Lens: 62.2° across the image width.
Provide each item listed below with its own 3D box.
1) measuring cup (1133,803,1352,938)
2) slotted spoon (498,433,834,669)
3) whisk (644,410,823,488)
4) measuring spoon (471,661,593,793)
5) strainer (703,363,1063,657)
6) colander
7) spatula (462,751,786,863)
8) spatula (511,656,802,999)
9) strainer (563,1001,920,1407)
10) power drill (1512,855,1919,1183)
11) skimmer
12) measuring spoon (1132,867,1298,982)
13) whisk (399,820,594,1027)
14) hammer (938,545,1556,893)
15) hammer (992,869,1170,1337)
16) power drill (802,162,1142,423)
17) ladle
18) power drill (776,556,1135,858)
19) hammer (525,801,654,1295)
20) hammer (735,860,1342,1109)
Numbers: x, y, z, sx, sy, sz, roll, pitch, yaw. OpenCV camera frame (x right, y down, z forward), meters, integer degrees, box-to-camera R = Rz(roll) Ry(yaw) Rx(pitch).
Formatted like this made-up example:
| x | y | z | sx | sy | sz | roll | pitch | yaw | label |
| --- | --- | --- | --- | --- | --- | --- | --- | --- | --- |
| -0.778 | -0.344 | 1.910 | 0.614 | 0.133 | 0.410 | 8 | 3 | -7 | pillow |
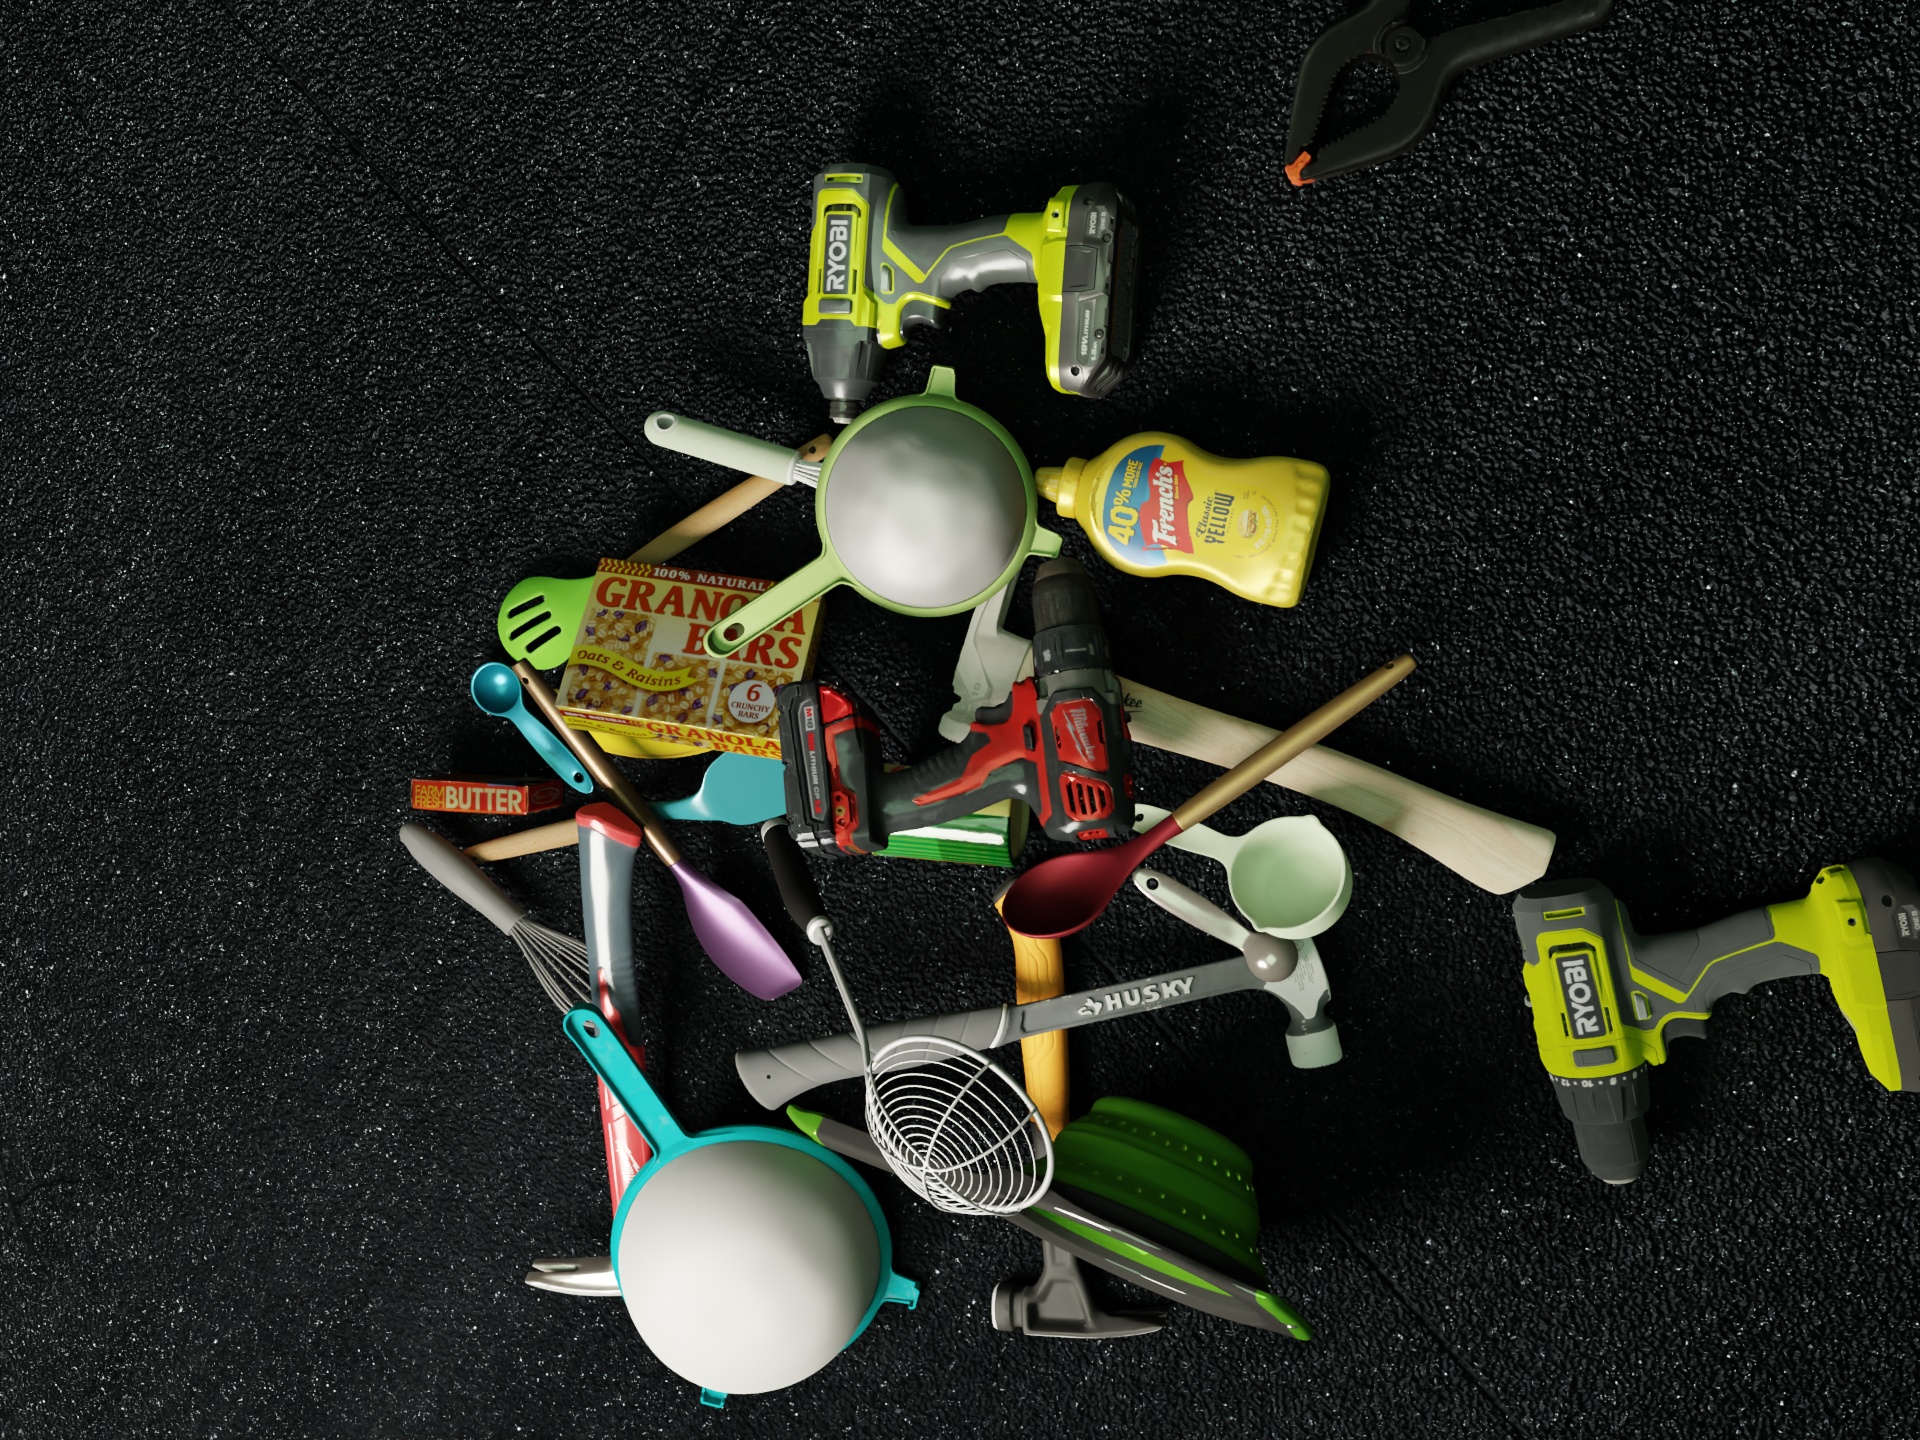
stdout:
| x | y | z | sx | sy | sz | roll | pitch | yaw | label |
| --- | --- | --- | --- | --- | --- | --- | --- | --- | --- |
| 0.181 | 0.091 | 1.052 | 0.168 | 0.038 | 0.083 | 20 | 78 | 37 | measuring cup |
| -0.225 | -0.128 | 1.183 | 0.314 | 0.031 | 0.070 | -29 | 89 | 16 | slotted spoon |
| -0.109 | -0.175 | 1.120 | 0.246 | 0.059 | 0.058 | 18 | 67 | 9 | whisk |
| -0.327 | 0.006 | 1.235 | 0.042 | 0.021 | 0.128 | -41 | 93 | 17 | measuring spoon |
| -0.069 | -0.109 | 1.056 | 0.256 | 0.069 | 0.151 | -32 | 101 | 10 | strainer |
| 0.056 | 0.293 | 1.071 | 0.397 | 0.204 | 0.094 | 11 | 65 | 32 | colander |
| -0.250 | 0.069 | 1.204 | 0.317 | 0.044 | 0.082 | -13 | 124 | 25 | spatula |
| -0.226 | 0.084 | 1.166 | 0.060 | 0.018 | 0.315 | -28 | 105 | 28 | spatula |
| -0.189 | 0.355 | 1.137 | 0.211 | 0.095 | 0.340 | -29 | 103 | 8 | strainer |
| 0.473 | 0.183 | 0.984 | 0.228 | 0.080 | 0.190 | -12 | 92 | 20 | power drill |
| -0.048 | 0.174 | 1.053 | 0.090 | 0.364 | 0.127 | -7 | 125 | -19 | skimmer |
| 0.168 | 0.134 | 1.054 | 0.124 | 0.018 | 0.034 | 31 | 93 | 6 | measuring spoon |
| -0.346 | 0.157 | 1.231 | 0.239 | 0.055 | 0.055 | 39 | 105 | 7 | whisk |
| 0.194 | 0.009 | 1.069 | 0.411 | 0.038 | 0.146 | 20 | 100 | 13 | hammer |
| 0.071 | 0.273 | 1.132 | 0.127 | 0.034 | 0.337 | -4 | 94 | 18 | hammer |
| 0.002 | -0.284 | 1.076 | 0.223 | 0.080 | 0.171 | 6 | 98 | 19 | power drill |
| 0.163 | 0.051 | 1.042 | 0.315 | 0.069 | 0.031 | -36 | 129 | 9 | ladle |
| -0.002 | -0.003 | 1.055 | 0.226 | 0.080 | 0.188 | -8 | 79 | 10 | power drill |
| -0.268 | 0.250 | 1.181 | 0.143 | 0.038 | 0.386 | -2 | 104 | 1 | hammer |
| 0.045 | 0.201 | 1.092 | 0.409 | 0.036 | 0.149 | -13 | 89 | 5 | hammer |
